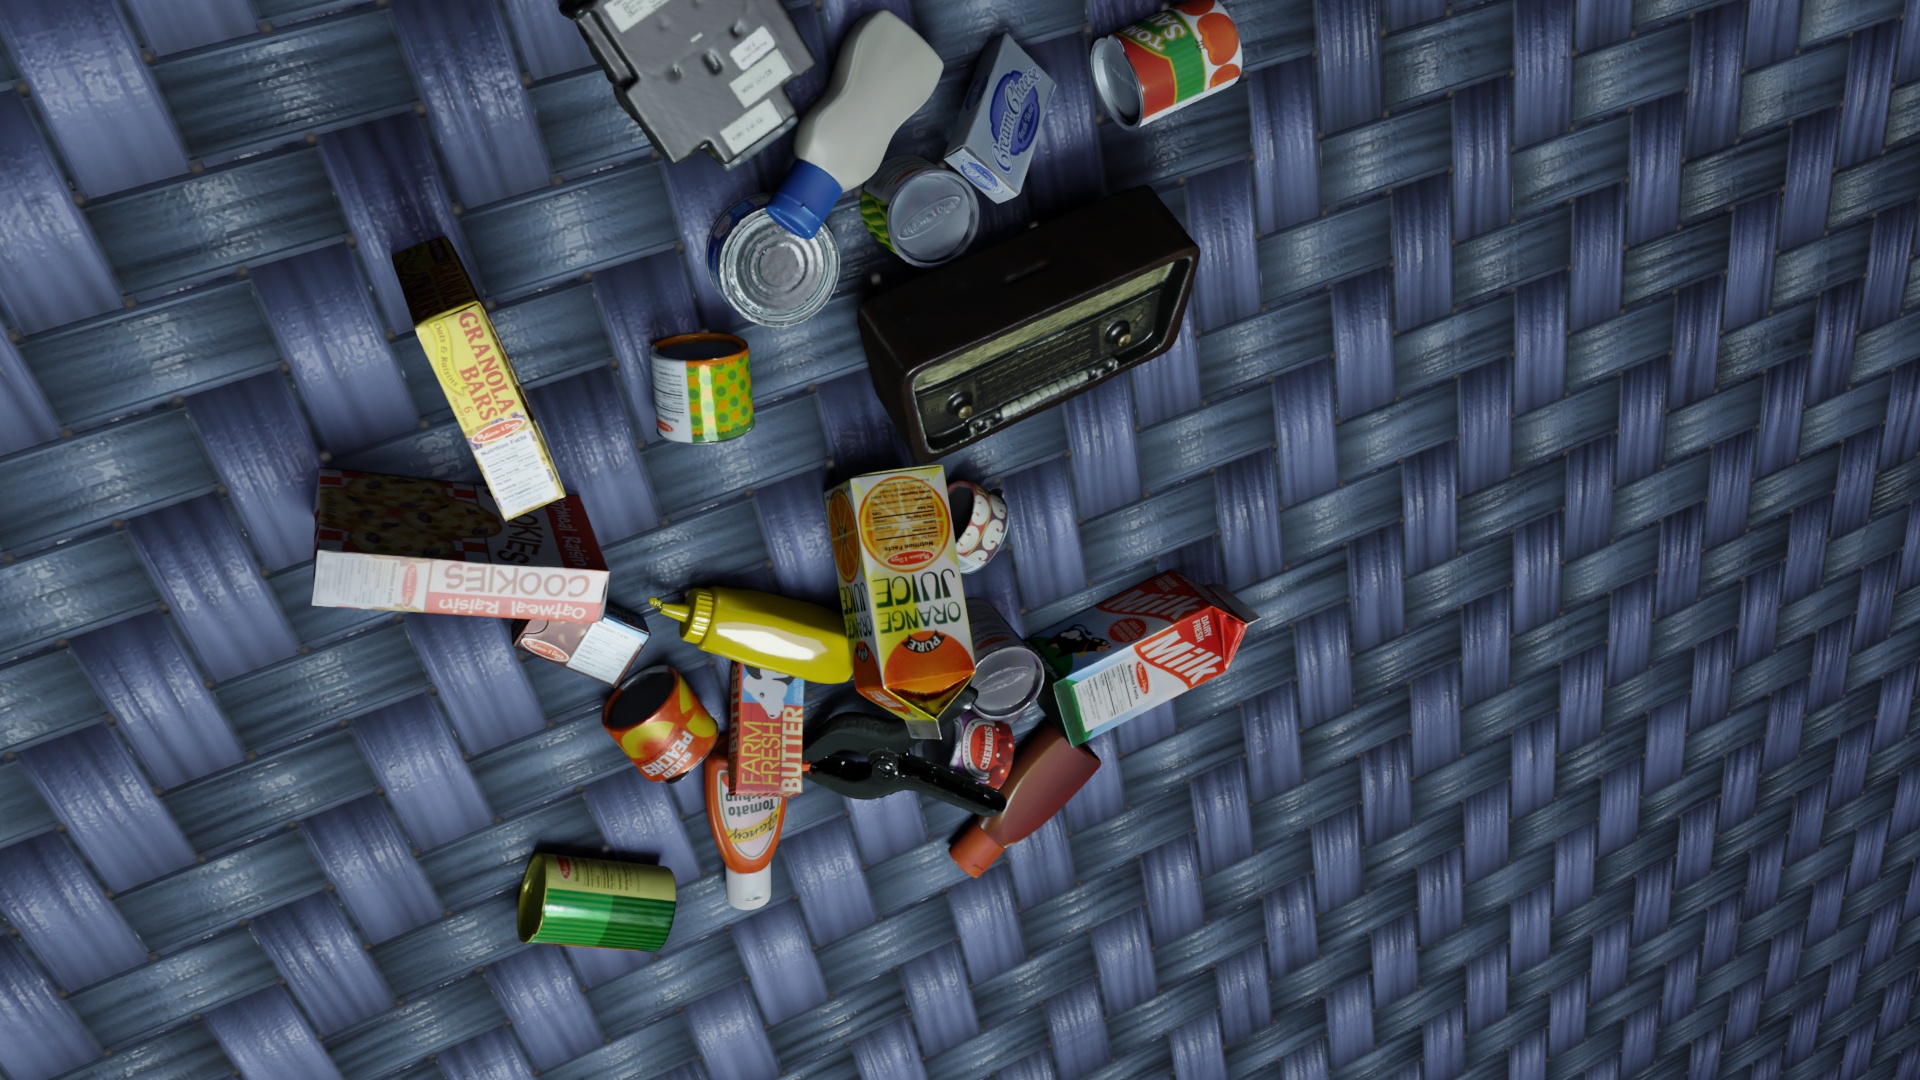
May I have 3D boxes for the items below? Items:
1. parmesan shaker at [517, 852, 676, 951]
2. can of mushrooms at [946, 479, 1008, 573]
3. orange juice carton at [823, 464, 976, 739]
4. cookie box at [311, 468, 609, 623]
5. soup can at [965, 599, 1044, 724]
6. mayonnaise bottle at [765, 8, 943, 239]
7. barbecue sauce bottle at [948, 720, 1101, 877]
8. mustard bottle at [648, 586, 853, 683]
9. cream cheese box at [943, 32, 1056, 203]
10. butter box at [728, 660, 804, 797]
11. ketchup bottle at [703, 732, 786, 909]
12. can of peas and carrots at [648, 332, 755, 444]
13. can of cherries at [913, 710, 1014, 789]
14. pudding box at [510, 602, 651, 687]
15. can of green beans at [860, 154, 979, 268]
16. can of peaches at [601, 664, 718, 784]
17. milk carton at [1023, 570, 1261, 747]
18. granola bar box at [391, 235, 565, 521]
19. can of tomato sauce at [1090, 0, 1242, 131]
[{"bbox_3d":[-0.277,0.280,1.062,0.103,0.071,0.071,15,107,-30],"label":"parmesan shaker"},{"bbox_3d":[0.004,-0.013,1.054,0.033,0.071,0.071,27,101,-31],"label":"can of mushrooms"},{"bbox_3d":[-0.041,0.048,1.001,0.073,0.071,0.192,-8,86,-22],"label":"orange juice carton"},{"bbox_3d":[-0.317,0.004,0.880,0.168,0.123,0.040,6,112,-27],"label":"cookie box"},{"bbox_3d":[0.020,0.096,1.102,0.071,0.084,0.071,-10,118,-20],"label":"soup can"},{"bbox_3d":[-0.072,-0.264,0.892,0.064,0.041,0.148,36,81,-32],"label":"mayonnaise bottle"},{"bbox_3d":[0.052,0.227,1.204,0.148,0.044,0.064,-48,123,3],"label":"barbecue sauce bottle"},{"bbox_3d":[-0.154,0.064,1.023,0.160,0.065,0.048,16,104,-24],"label":"mustard bottle"},{"bbox_3d":[0.028,-0.282,0.928,0.053,0.024,0.104,34,61,-32],"label":"cream cheese box"},{"bbox_3d":[-0.147,0.141,1.050,0.053,0.024,0.104,8,73,-27],"label":"butter box"},{"bbox_3d":[-0.169,0.223,1.101,0.065,0.044,0.148,-7,117,-20],"label":"ketchup bottle"},{"bbox_3d":[-0.171,-0.103,0.931,0.071,0.071,0.058,-10,117,-20],"label":"can of peas and carrots"},{"bbox_3d":[0.004,0.172,1.139,0.058,0.072,0.071,16,106,-30],"label":"can of cherries"},{"bbox_3d":[-0.269,0.065,0.987,0.083,0.030,0.049,28,101,-32],"label":"pudding box"},{"bbox_3d":[-0.029,-0.224,0.942,0.071,0.058,0.071,-10,117,-20],"label":"can of green beans"},{"bbox_3d":[-0.220,0.135,1.019,0.071,0.071,0.058,-33,122,-7],"label":"can of peaches"},{"bbox_3d":[0.154,0.089,1.168,0.191,0.072,0.073,-24,122,-11],"label":"milk carton"},{"bbox_3d":[-0.286,-0.100,0.820,0.039,0.166,0.123,-24,122,-15],"label":"granola bar box"},{"bbox_3d":[0.143,-0.333,0.963,0.083,0.071,0.071,-27,122,-11],"label":"can of tomato sauce"}]
